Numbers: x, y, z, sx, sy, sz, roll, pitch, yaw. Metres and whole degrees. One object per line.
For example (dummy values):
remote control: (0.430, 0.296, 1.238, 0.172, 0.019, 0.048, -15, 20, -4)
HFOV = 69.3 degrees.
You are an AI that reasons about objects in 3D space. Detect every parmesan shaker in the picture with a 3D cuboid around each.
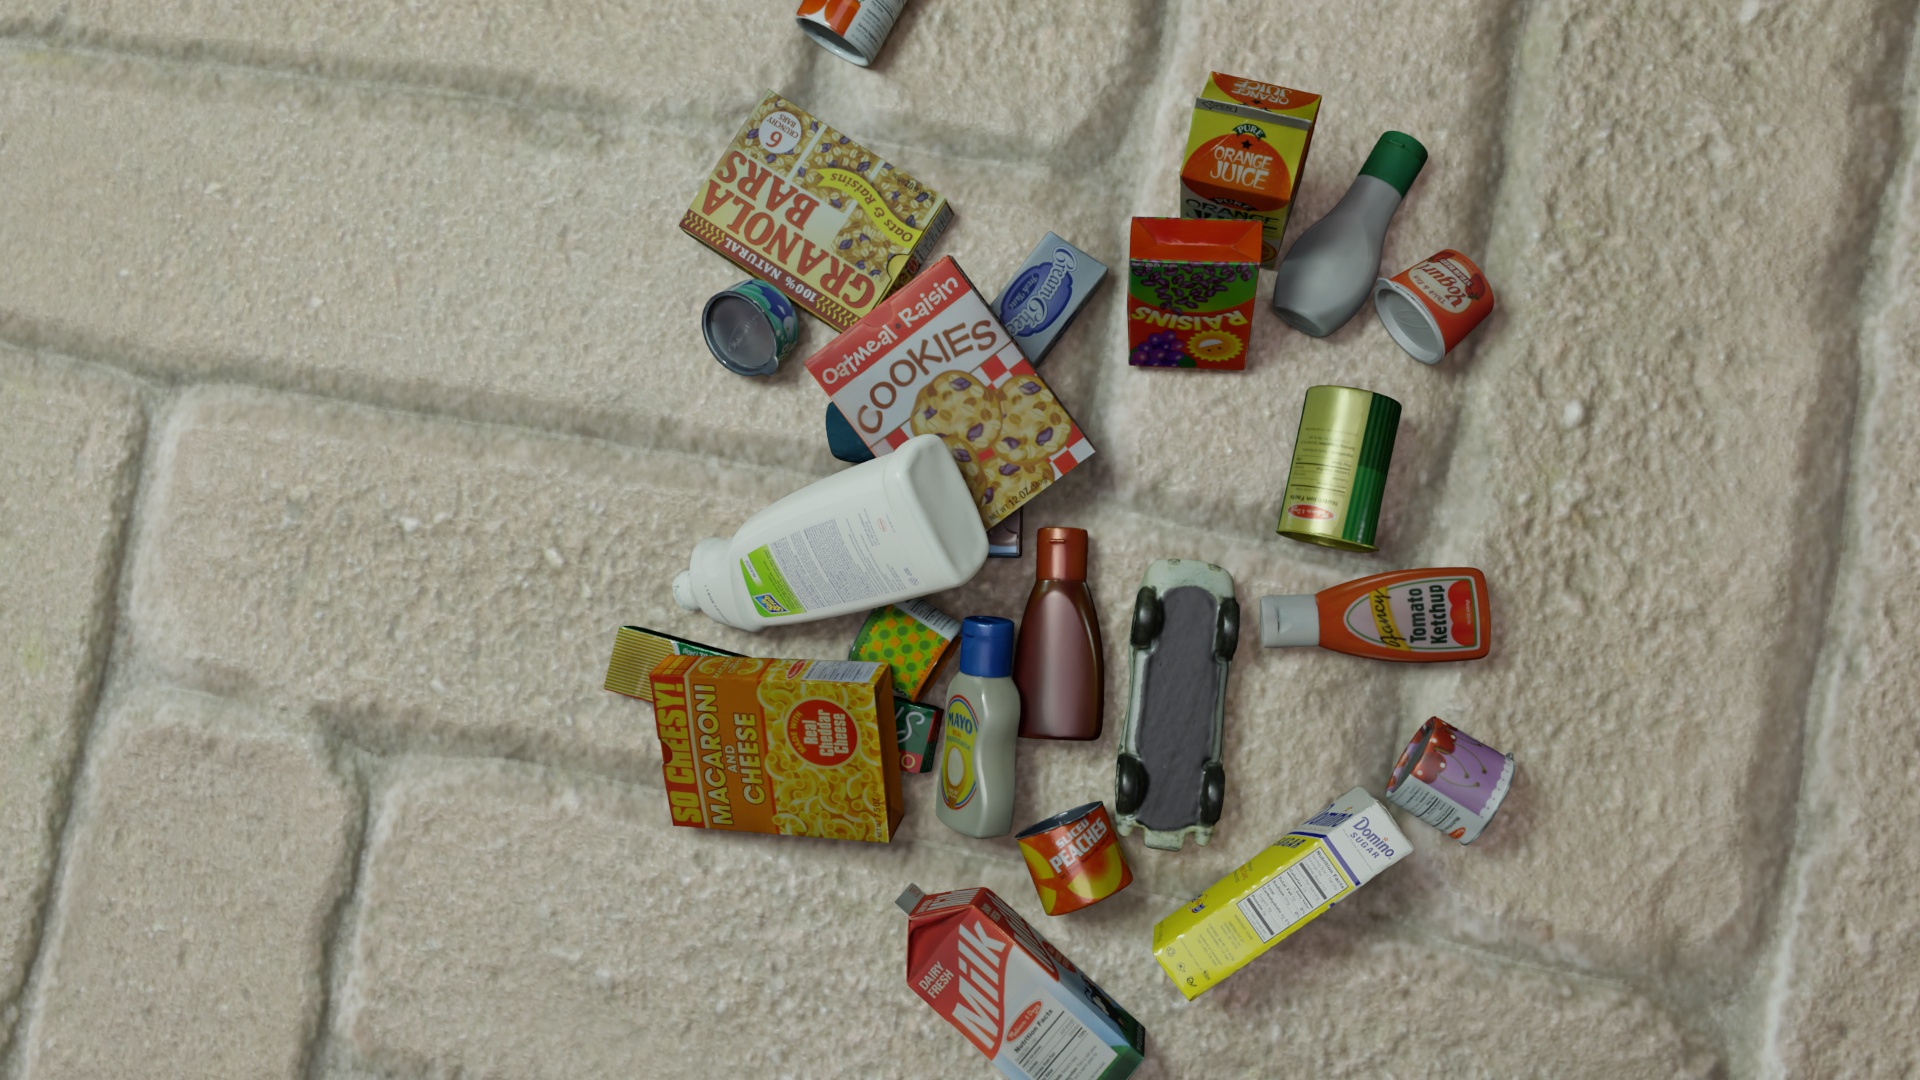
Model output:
parmesan shaker: (0.262, -0.048, 0.950, 0.071, 0.071, 0.103, 13, 87, 9)

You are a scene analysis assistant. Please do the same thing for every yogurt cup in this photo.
yogurt cup: (0.327, -0.163, 0.953, 0.054, 0.072, 0.072, -36, 81, -4)

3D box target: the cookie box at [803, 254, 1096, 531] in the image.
cookie box: (-0.006, -0.093, 0.950, 0.123, 0.040, 0.167, -36, 98, 7)

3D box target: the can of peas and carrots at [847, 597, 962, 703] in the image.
can of peas and carrots: (-0.039, 0.075, 0.986, 0.059, 0.071, 0.071, 31, 91, 9)

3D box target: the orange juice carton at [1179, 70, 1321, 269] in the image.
orange juice carton: (0.188, -0.246, 0.914, 0.072, 0.192, 0.073, 16, 87, 10)

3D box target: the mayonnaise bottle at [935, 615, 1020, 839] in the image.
mayonnaise bottle: (0.014, 0.128, 0.966, 0.041, 0.065, 0.148, 0, 96, -34)

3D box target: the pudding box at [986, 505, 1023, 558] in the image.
pudding box: (0.004, -0.013, 1.004, 0.084, 0.030, 0.049, 0, 84, 8)

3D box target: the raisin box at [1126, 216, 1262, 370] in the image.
raisin box: (0.157, -0.166, 0.946, 0.086, 0.123, 0.040, 3, 63, 8)

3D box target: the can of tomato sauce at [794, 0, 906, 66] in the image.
can of tomato sauce: (-0.076, -0.407, 1.031, 0.071, 0.071, 0.083, 30, 91, 9)

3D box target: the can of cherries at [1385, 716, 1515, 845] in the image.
can of cherries: (0.327, 0.158, 0.926, 0.058, 0.071, 0.071, 30, 90, 10)

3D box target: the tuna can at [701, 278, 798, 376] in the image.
tuna can: (-0.152, -0.155, 1.022, 0.071, 0.033, 0.070, 15, 124, 23)

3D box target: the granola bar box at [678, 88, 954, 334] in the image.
granola bar box: (-0.108, -0.240, 1.035, 0.166, 0.039, 0.124, 33, 91, 10)

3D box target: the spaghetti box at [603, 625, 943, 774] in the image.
spaghetti box: (-0.137, 0.115, 1.015, 0.250, 0.028, 0.050, 14, 89, 9)

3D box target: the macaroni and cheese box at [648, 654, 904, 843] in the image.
macaroni and cheese box: (-0.129, 0.145, 0.975, 0.166, 0.040, 0.123, 1, 110, 14)

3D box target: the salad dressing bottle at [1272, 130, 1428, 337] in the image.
salad dressing bottle: (0.275, -0.216, 0.974, 0.064, 0.044, 0.147, 31, 88, 27)

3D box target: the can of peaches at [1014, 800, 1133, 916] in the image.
can of peaches: (0.079, 0.218, 0.954, 0.071, 0.071, 0.058, -22, 84, 6)

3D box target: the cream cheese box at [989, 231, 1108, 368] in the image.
cream cheese box: (0.055, -0.169, 1.001, 0.053, 0.024, 0.104, 35, 77, 10)

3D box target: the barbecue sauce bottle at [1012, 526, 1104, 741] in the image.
barbecue sauce bottle: (0.070, 0.066, 0.981, 0.065, 0.043, 0.148, 1, 85, 15)

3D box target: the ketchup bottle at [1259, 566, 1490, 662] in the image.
ketchup bottle: (0.282, 0.053, 0.952, 0.149, 0.043, 0.064, -3, 85, 9)

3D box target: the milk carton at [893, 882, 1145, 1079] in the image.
milk carton: (0.031, 0.306, 0.953, 0.191, 0.072, 0.073, 40, 92, 8)
